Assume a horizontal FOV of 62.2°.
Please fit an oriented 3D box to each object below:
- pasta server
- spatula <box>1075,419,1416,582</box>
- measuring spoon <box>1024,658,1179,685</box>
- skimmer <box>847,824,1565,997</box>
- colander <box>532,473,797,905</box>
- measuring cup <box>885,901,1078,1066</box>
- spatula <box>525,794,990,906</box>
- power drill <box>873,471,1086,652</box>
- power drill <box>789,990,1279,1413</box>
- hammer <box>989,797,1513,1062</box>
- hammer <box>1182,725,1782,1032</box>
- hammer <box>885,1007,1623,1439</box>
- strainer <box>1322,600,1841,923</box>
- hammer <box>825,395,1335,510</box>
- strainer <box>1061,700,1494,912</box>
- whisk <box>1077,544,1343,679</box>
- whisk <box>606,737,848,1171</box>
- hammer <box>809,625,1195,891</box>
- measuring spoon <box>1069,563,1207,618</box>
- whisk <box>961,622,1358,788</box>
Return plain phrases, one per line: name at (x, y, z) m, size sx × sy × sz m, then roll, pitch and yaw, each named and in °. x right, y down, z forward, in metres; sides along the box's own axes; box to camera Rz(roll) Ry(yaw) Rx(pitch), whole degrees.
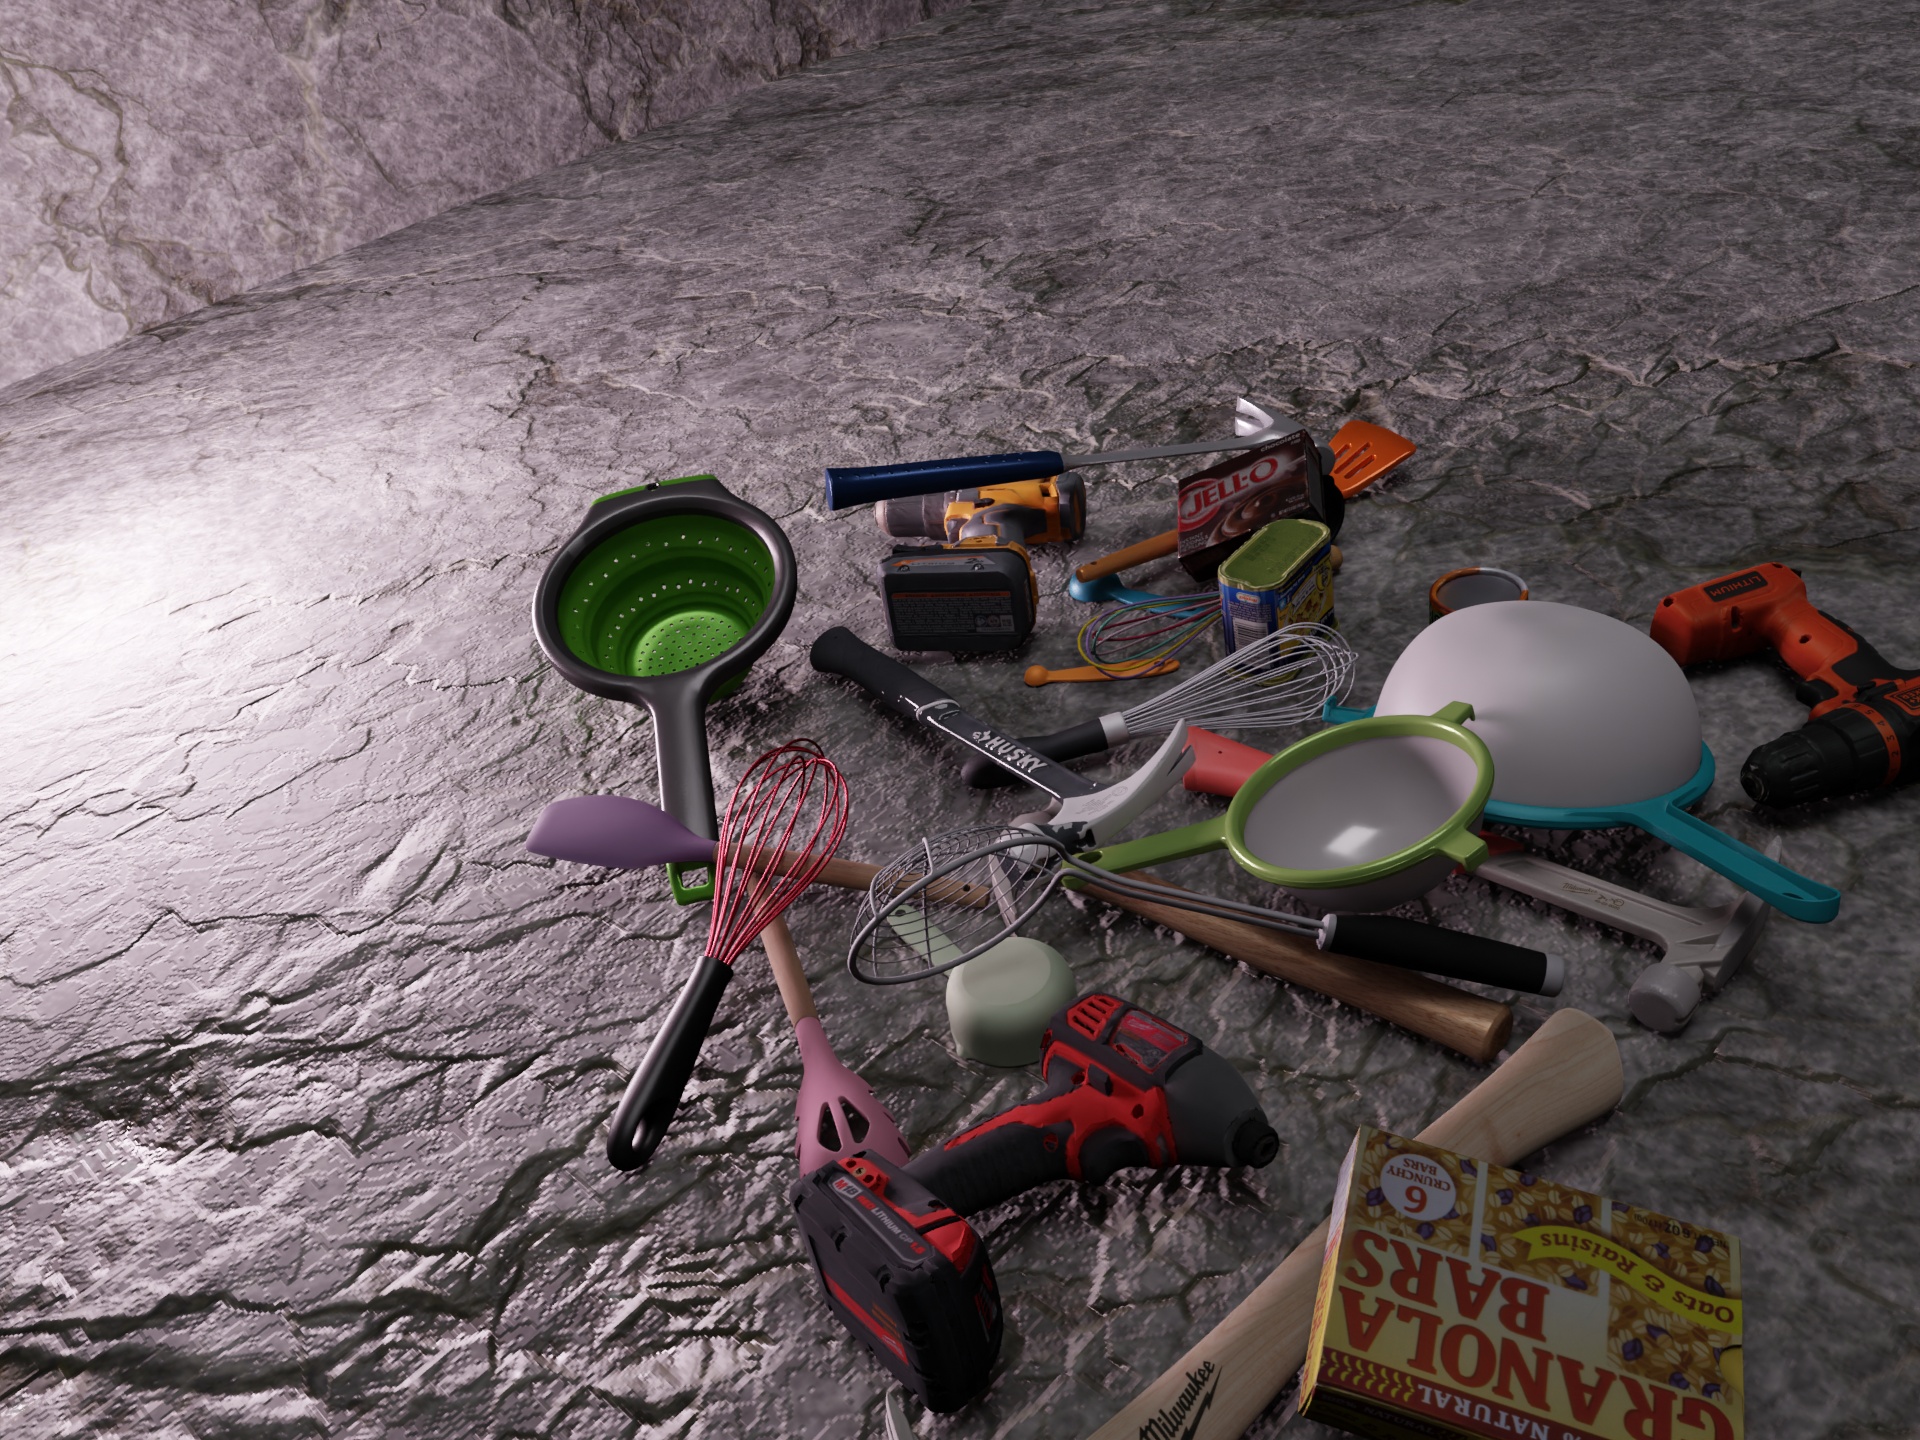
pasta server at (-0.094, 0.170, 0.938) m, size 0.060 × 0.040 × 0.317 m, roll -18°, pitch 31°, yaw -10°
spatula at (0.231, -0.177, 1.310) m, size 0.322 × 0.041 × 0.081 m, roll -22°, pitch 37°, yaw -23°
measuring spoon at (0.105, -0.039, 1.188) m, size 0.117 × 0.011 × 0.021 m, roll -5°, pitch 35°, yaw 10°
skimmer at (0.127, 0.124, 0.825) m, size 0.363 × 0.127 × 0.090 m, roll 11°, pitch 58°, yaw 5°
colander at (-0.206, -0.014, 1.195) m, size 0.204 × 0.094 × 0.398 m, roll -12°, pitch 52°, yaw -2°
measuring cup at (0.002, 0.139, 0.938) m, size 0.083 × 0.038 × 0.168 m, roll -30°, pitch 40°, yaw -24°
spatula at (-0.134, 0.088, 1.036) m, size 0.316 × 0.018 × 0.060 m, roll 8°, pitch 49°, yaw 14°
power drill at (-0.004, -0.141, 1.310) m, size 0.185 × 0.084 × 0.226 m, roll 0°, pitch 32°, yaw 16°
power drill at (0.042, 0.221, 0.771) m, size 0.219 × 0.078 × 0.143 m, roll -28°, pitch 29°, yaw -28°
hammer at (0.154, 0.122, 0.925) m, size 0.331 × 0.031 × 0.130 m, roll 19°, pitch 45°, yaw 37°
hammer at (0.290, 0.066, 0.961) m, size 0.359 × 0.036 × 0.149 m, roll 22°, pitch 46°, yaw 38°
hammer at (0.158, 0.245, 0.719) m, size 0.410 × 0.038 × 0.146 m, roll -30°, pitch 56°, yaw -29°
strainer at (0.373, 0.002, 0.919) m, size 0.211 × 0.095 × 0.341 m, roll -9°, pitch 23°, yaw -16°
hammer at (0.091, -0.214, 1.310) m, size 0.405 × 0.035 × 0.144 m, roll -8°, pitch 28°, yaw -10°
strainer at (0.183, 0.079, 0.911) m, size 0.256 × 0.069 × 0.152 m, roll -17°, pitch 27°, yaw 23°
whisk at (0.192, -0.092, 1.204) m, size 0.245 × 0.051 × 0.047 m, roll -22°, pitch 32°, yaw -24°
whisk at (-0.137, 0.130, 0.944) m, size 0.073 × 0.073 × 0.296 m, roll 6°, pitch 52°, yaw 24°
hammer at (-0.002, -0.004, 1.098) m, size 0.149 × 0.036 × 0.409 m, roll -30°, pitch 30°, yaw -18°
measuring spoon at (0.141, -0.104, 1.260) m, size 0.129 × 0.021 × 0.042 m, roll 19°, pitch 45°, yaw 37°
whisk at (0.136, -0.003, 1.091) m, size 0.284 × 0.070 × 0.070 m, roll -18°, pitch 34°, yaw 0°
